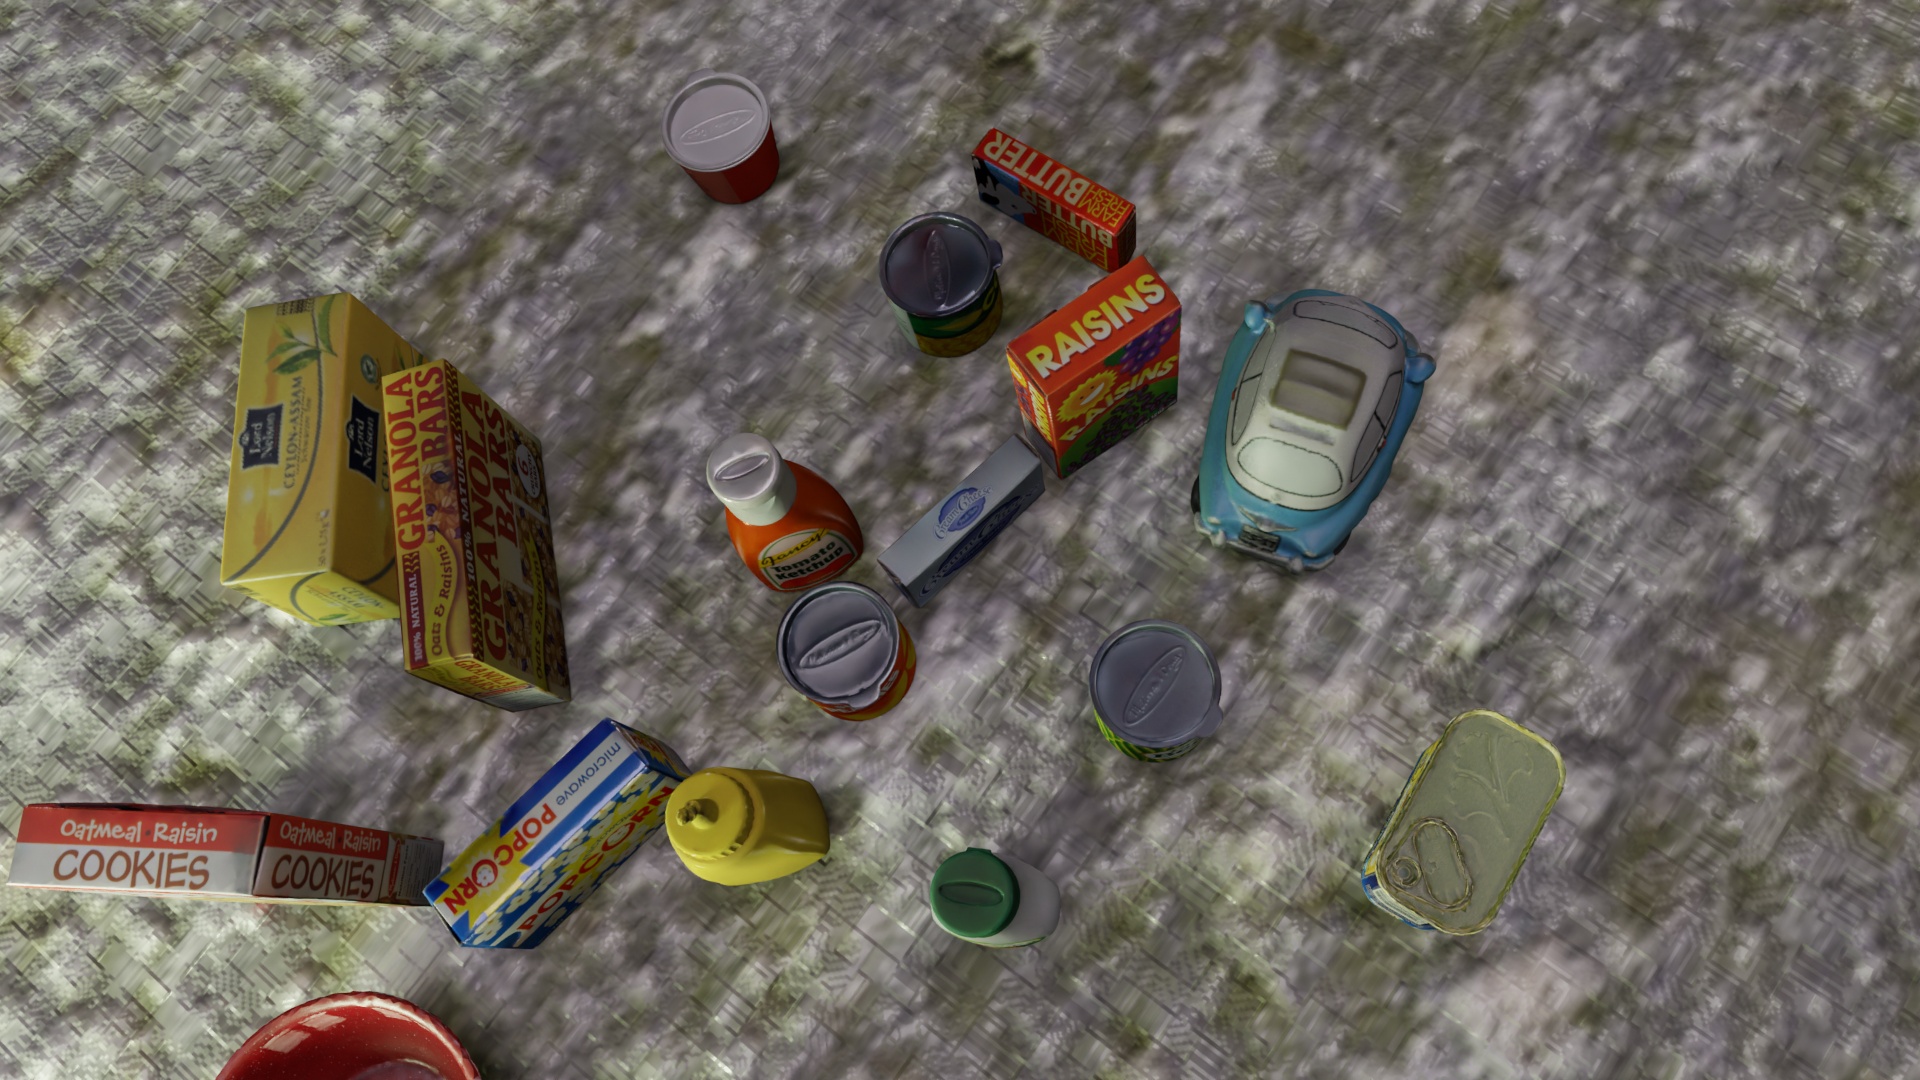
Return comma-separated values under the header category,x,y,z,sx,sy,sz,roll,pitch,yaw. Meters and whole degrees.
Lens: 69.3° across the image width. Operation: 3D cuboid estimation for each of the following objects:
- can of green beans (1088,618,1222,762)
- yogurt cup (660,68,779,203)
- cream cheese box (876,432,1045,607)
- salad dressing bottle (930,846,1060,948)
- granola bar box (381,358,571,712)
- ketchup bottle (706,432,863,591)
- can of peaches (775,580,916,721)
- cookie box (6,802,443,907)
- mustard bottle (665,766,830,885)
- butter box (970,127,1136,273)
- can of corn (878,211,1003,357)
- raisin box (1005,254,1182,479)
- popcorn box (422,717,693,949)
category,x,y,z,sx,sy,sz,roll,pitch,yaw
can of green beans,0.101,0.079,0.723,0.071,0.057,0.071,-2,73,7
yogurt cup,-0.145,-0.245,0.860,0.072,0.054,0.072,-2,73,7
cream cheese box,0.003,-0.010,0.766,0.104,0.053,0.024,-43,73,-7
salad dressing bottle,0.013,0.170,0.659,0.064,0.147,0.044,5,74,9
granola bar box,-0.264,0.002,0.760,0.039,0.124,0.166,-14,72,3
ketchup bottle,-0.095,-0.015,0.730,0.065,0.148,0.043,-24,72,0
can of peaches,-0.059,0.063,0.749,0.071,0.058,0.071,-2,73,7
cookie box,-0.359,0.161,0.700,0.123,0.167,0.040,0,73,8
mustard bottle,-0.108,0.138,0.678,0.065,0.160,0.049,-19,72,2
butter box,0.056,-0.199,0.819,0.103,0.053,0.024,33,80,16
can of corn,-0.008,-0.148,0.809,0.071,0.058,0.071,-2,73,7
raisin box,0.074,-0.090,0.745,0.086,0.123,0.040,-34,72,-3
popcorn box,-0.204,0.154,0.725,0.127,0.085,0.038,-44,73,-7
